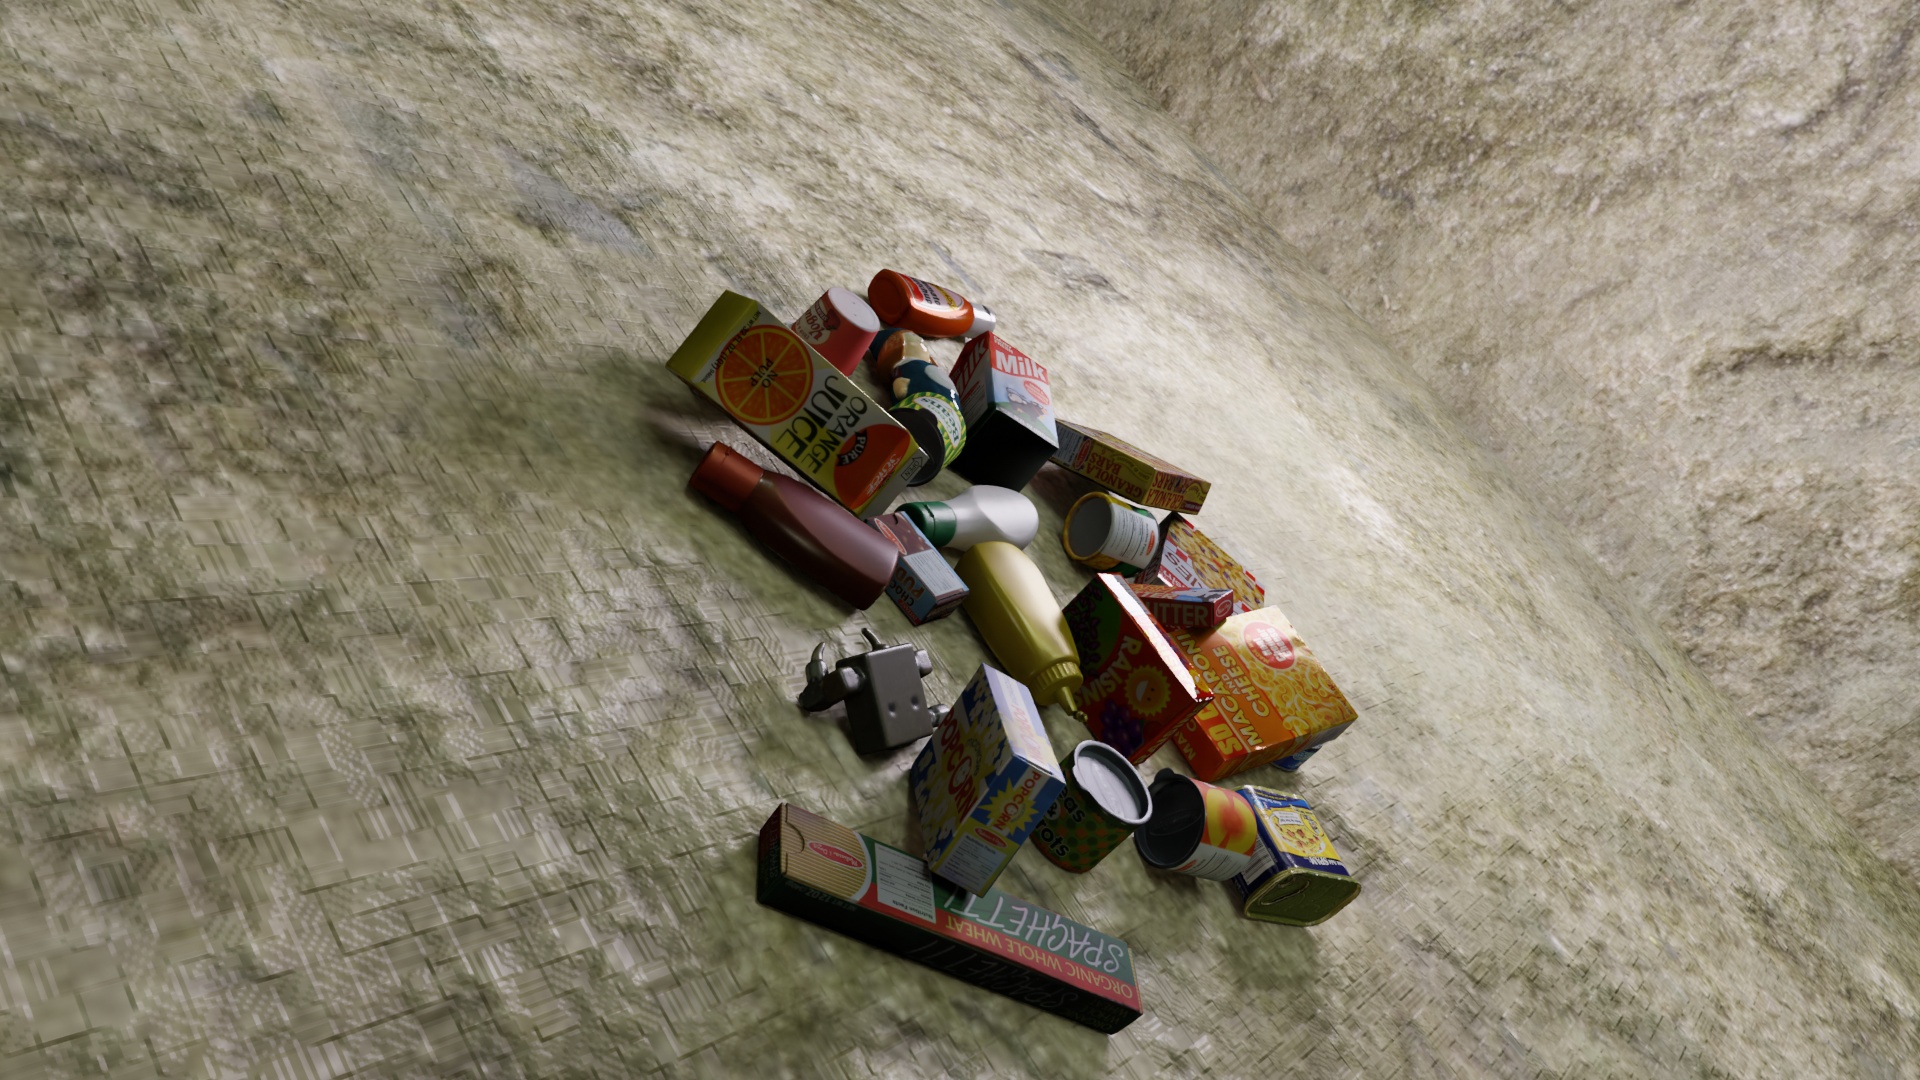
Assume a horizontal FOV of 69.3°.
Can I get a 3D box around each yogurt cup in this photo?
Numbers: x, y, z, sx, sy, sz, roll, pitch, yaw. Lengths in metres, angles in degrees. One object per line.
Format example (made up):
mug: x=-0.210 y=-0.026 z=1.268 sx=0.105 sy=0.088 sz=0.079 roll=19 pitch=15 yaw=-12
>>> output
yogurt cup: x=-0.106 y=-0.180 z=1.193 sx=0.072 sy=0.053 sz=0.073 roll=32 pitch=29 yaw=-20

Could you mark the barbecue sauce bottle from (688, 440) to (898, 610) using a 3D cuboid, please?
barbecue sauce bottle: x=-0.114 y=-0.013 z=0.951 sx=0.148 sy=0.043 sz=0.065 roll=34 pitch=28 yaw=-14

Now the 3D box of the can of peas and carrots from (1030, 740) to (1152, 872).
can of peas and carrots: x=0.081 y=0.175 z=0.914 sx=0.071 sy=0.058 sz=0.071 roll=31 pitch=29 yaw=-19

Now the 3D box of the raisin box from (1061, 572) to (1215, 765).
raisin box: x=0.121 y=0.097 z=1.050 sx=0.040 sy=0.085 sz=0.123 roll=1 pitch=48 yaw=-55

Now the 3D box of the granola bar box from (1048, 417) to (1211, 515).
granola bar box: x=0.154 y=-0.069 z=1.321 sx=0.124 sy=0.039 sz=0.166 roll=29 pitch=11 yaw=26

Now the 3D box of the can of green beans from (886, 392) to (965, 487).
can of green beans: x=-0.035 y=-0.083 z=1.132 sx=0.071 sy=0.071 sz=0.058 roll=42 pitch=26 yaw=1

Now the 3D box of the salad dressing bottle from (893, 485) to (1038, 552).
salad dressing bottle: x=0.004 y=-0.014 z=1.107 sx=0.148 sy=0.043 sz=0.064 roll=-3 pitch=53 yaw=-53

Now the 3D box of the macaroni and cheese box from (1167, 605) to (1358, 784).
macaroni and cheese box: x=0.234 y=0.126 z=1.157 sx=0.167 sy=0.040 sz=0.124 roll=-10 pitch=55 yaw=-36

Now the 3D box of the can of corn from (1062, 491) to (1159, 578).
can of corn: x=0.132 y=-0.005 z=1.240 sx=0.058 sy=0.071 sz=0.071 roll=19 pitch=35 yaw=-37

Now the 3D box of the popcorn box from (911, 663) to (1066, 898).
popcorn box: x=0.013 y=0.137 z=0.817 sx=0.038 sy=0.085 sz=0.127 roll=32 pitch=12 yaw=-16

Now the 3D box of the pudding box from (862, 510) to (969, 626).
pudding box: x=-0.037 y=0.019 z=1.017 sx=0.084 sy=0.030 sz=0.050 roll=49 pitch=29 yaw=15

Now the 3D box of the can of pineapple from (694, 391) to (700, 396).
can of pineapple: x=-0.162 y=-0.134 z=1.035 sx=0.058 sy=0.070 sz=0.071 roll=11 pitch=40 yaw=-45

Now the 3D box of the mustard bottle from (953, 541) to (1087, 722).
mustard bottle: x=0.051 y=0.073 z=1.035 sx=0.065 sy=0.048 sz=0.161 roll=3 pitch=46 yaw=-41

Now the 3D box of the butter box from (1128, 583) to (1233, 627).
butter box: x=0.175 y=0.055 z=1.183 sx=0.103 sy=0.024 sz=0.053 roll=3 pitch=11 yaw=28

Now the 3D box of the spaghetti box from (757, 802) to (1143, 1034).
spaghetti box: x=-0.001 y=0.216 z=0.779 sx=0.250 sy=0.028 sz=0.050 roll=28 pitch=30 yaw=-25

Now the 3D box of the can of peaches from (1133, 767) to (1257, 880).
can of peaches: x=0.165 y=0.200 z=0.977 sx=0.058 sy=0.071 sz=0.071 roll=22 pitch=33 yaw=-35

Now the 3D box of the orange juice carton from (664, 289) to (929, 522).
orange juice carton: x=-0.108 y=-0.088 z=0.988 sx=0.192 sy=0.072 sz=0.073 roll=40 pitch=-5 yaw=-30

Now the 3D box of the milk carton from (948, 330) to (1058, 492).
milk carton: x=0.034 y=-0.126 z=1.277 sx=0.072 sy=0.073 sz=0.191 roll=30 pitch=29 yaw=-22

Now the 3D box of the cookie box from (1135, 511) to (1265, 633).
cookie box: x=0.226 y=0.051 z=1.307 sx=0.123 sy=0.040 sz=0.168 roll=40 pitch=26 yaw=-4

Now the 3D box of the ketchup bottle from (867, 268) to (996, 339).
ketchup bottle: x=-0.024 y=-0.229 z=1.384 sx=0.149 sy=0.043 sz=0.065 roll=5 pitch=44 yaw=-51
